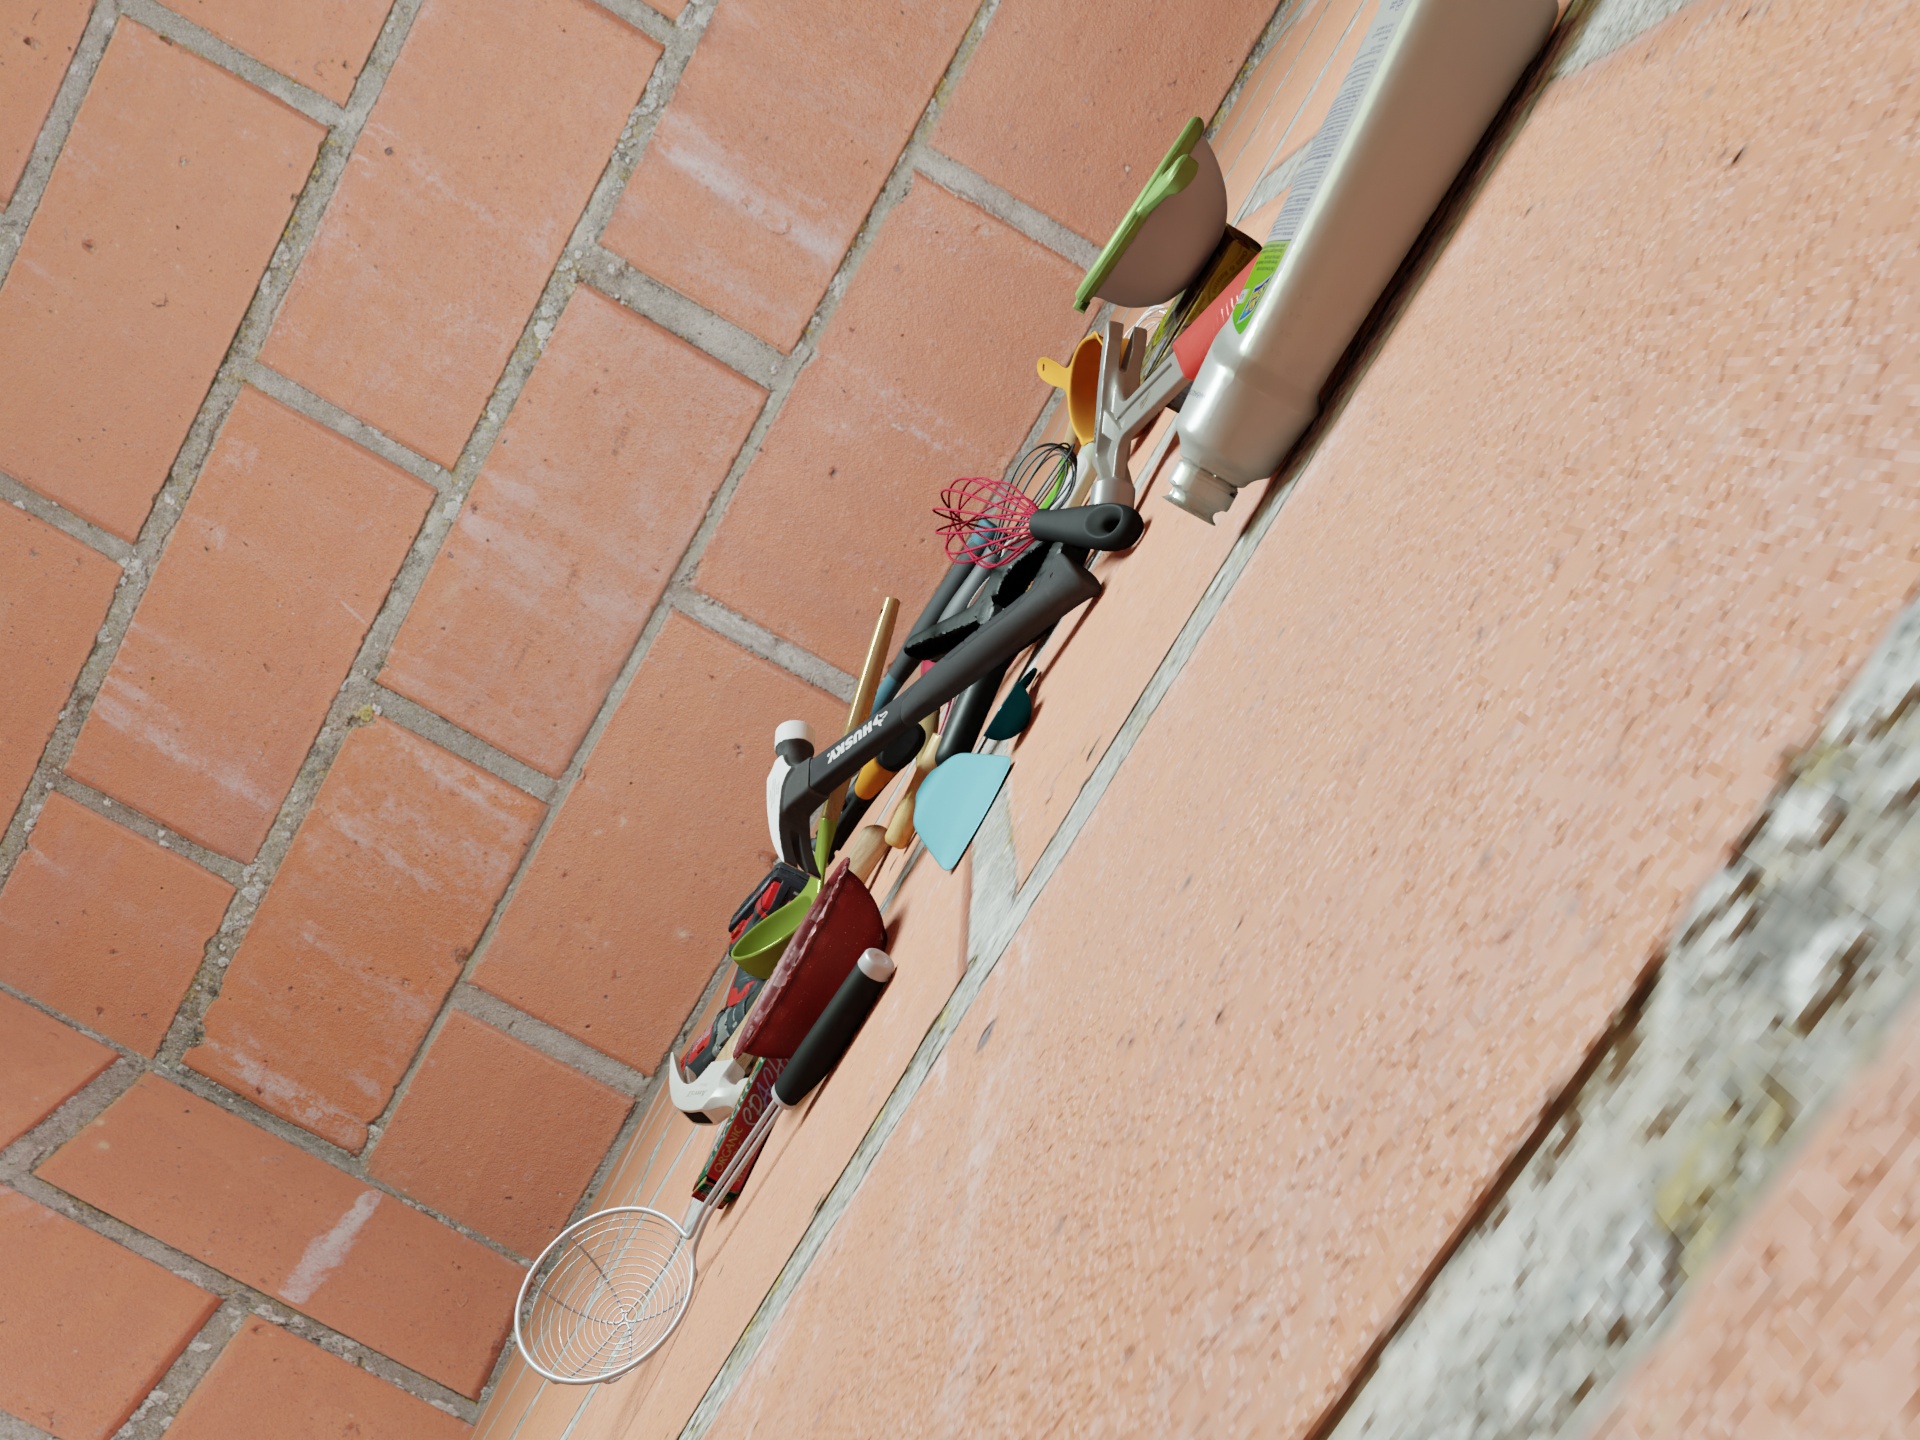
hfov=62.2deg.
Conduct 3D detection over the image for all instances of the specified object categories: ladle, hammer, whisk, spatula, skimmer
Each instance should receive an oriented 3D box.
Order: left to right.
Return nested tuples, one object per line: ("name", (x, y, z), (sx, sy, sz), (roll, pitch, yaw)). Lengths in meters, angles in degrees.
("skimmer", (-0.169, 0.285, 1.038), (0.363, 0.090, 0.127), (-56, 38, 18))
("hammer", (-0.144, 0.211, 1.371), (0.130, 0.031, 0.331), (-15, 30, 39))
("ladle", (-0.108, 0.050, 1.261), (0.078, 0.062, 0.320), (-3, 69, 65))
("hammer", (-0.072, 0.047, 1.384), (0.127, 0.034, 0.337), (-55, 2, -19))
("hammer", (-0.052, -0.054, 1.504), (0.331, 0.033, 0.128), (-56, -2, 23))
("hammer", (-0.027, -0.012, 1.137), (0.334, 0.035, 0.146), (-37, 39, 33))
("ladle", (-0.027, -0.015, 1.495), (0.316, 0.031, 0.069), (-85, 9, -69))
("spatula", (-0.011, 0.059, 1.153), (0.082, 0.044, 0.317), (-61, 0, -4))
("whisk", (-0.001, -0.003, 1.321), (0.245, 0.047, 0.051), (-64, 6, 4))
("whisk", (0.033, -0.145, 1.398), (0.239, 0.055, 0.055), (-57, 6, 24))
("whisk", (0.051, -0.141, 1.140), (0.073, 0.073, 0.296), (-61, 24, -5))
("whisk", (0.133, -0.267, 1.446), (0.058, 0.059, 0.246), (53, 129, 35))
("hammer", (0.153, -0.242, 0.970), (0.359, 0.036, 0.149), (145, 133, -72))

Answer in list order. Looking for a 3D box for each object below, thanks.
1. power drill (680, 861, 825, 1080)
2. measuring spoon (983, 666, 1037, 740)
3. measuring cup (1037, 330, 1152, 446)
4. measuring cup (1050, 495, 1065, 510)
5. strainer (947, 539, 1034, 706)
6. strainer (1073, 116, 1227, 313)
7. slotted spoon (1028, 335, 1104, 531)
("power drill", (-0.183, 0.242, 1.522), (0.188, 0.080, 0.227), (-48, 15, 36))
("measuring spoon", (0.044, -0.013, 1.079), (0.042, 0.021, 0.128), (-58, -4, 20))
("measuring cup", (0.117, -0.291, 1.368), (0.174, 0.052, 0.095), (-130, 42, -62))
("measuring cup", (0.061, -0.138, 1.446), (0.167, 0.038, 0.083), (-48, -6, 35))
("strainer", (0.025, -0.069, 1.427), (0.087, 0.050, 0.258), (-31, -17, -29))
("strainer", (0.153, -0.344, 1.099), (0.151, 0.069, 0.256), (-56, 7, 7))
("slotted spoon", (0.107, -0.265, 1.515), (0.313, 0.031, 0.070), (106, -170, -66))
